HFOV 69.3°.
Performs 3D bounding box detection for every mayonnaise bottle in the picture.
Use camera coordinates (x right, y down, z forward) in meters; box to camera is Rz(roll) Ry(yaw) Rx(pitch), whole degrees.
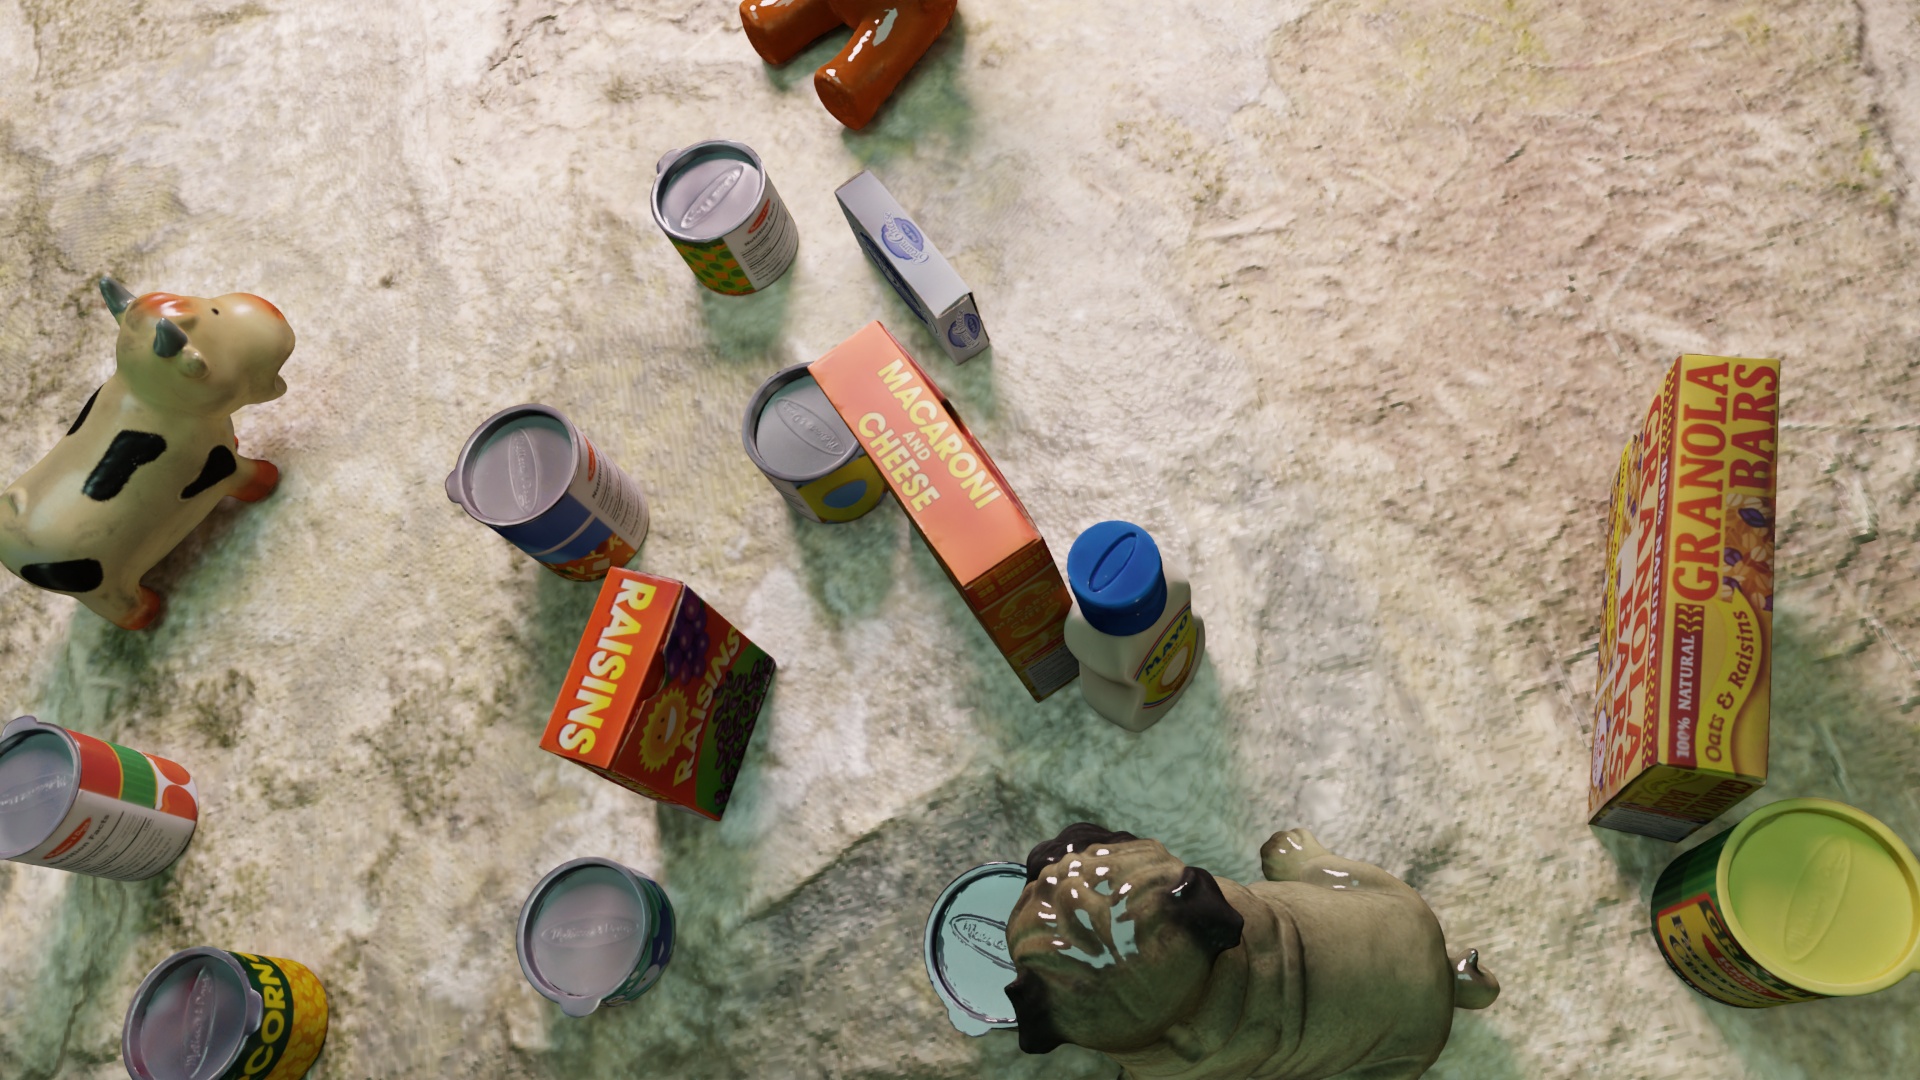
[{"bbox_3d":[0.073,0.035,0.589,0.041,0.147,0.065,34,79,23],"label":"mayonnaise bottle"}]

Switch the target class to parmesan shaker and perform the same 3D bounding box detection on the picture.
[{"bbox_3d":[0.307,0.140,0.518,0.071,0.102,0.071,-5,68,11],"label":"parmesan shaker"}]

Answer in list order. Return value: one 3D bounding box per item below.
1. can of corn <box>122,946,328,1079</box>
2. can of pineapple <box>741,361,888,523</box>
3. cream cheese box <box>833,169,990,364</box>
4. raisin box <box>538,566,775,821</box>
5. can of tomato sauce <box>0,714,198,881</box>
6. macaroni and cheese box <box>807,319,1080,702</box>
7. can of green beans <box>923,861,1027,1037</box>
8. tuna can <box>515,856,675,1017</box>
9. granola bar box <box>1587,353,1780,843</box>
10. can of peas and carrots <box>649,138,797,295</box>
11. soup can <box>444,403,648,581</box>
[{"bbox_3d":[-0.342,0.228,0.654,0.071,0.058,0.071,-5,67,11],"label":"can of corn"},{"bbox_3d":[-0.068,-0.050,0.706,0.071,0.057,0.071,-5,67,11],"label":"can of pineapple"},{"bbox_3d":[-0.025,-0.145,0.738,0.024,0.053,0.104,-36,65,-3],"label":"cream cheese box"},{"bbox_3d":[-0.133,0.074,0.634,0.040,0.123,0.086,13,72,18],"label":"raisin box"},{"bbox_3d":[-0.444,0.132,0.703,0.071,0.083,0.071,-5,68,11],"label":"can of tomato sauce"},{"bbox_3d":[0.002,-0.008,0.613,0.040,0.166,0.124,-35,65,-2],"label":"macaroni and cheese box"},{"bbox_3d":[0.023,0.175,0.593,0.071,0.057,0.071,-5,67,11],"label":"can of green beans"},{"bbox_3d":[-0.169,0.185,0.646,0.071,0.032,0.071,-5,67,11],"label":"tuna can"},{"bbox_3d":[0.287,0.027,0.557,0.039,0.124,0.166,8,70,16],"label":"granola bar box"},{"bbox_3d":[-0.132,-0.180,0.774,0.071,0.058,0.071,-5,67,11],"label":"can of peas and carrots"},{"bbox_3d":[-0.210,-0.022,0.713,0.071,0.083,0.071,-5,68,11],"label":"soup can"}]
